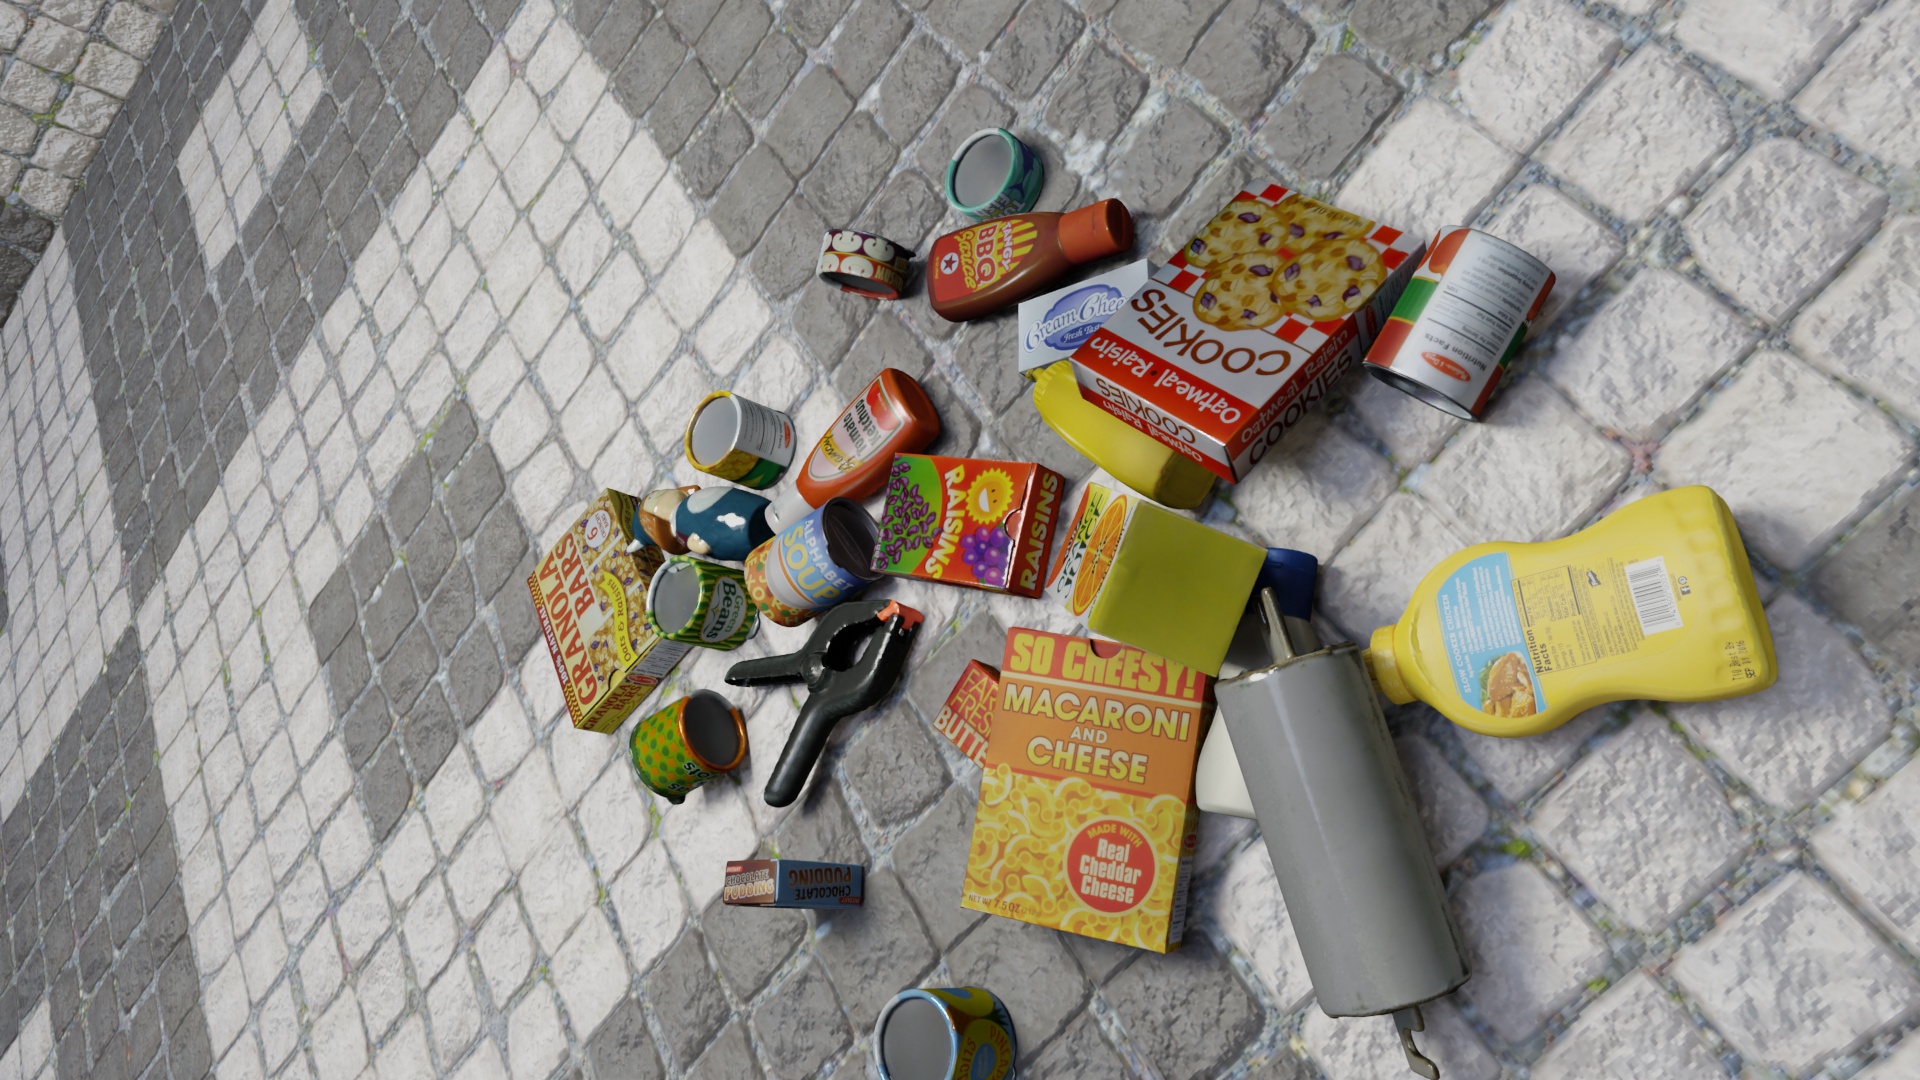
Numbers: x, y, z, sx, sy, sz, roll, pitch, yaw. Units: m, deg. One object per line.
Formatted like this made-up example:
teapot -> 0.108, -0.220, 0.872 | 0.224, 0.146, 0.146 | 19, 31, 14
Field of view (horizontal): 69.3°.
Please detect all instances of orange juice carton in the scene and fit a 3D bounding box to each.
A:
orange juice carton -> 0.100, 0.015, 0.781 | 0.193, 0.073, 0.071 | -129, 61, -83

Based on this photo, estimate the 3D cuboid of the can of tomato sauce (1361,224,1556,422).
can of tomato sauce -> 0.261, -0.114, 0.732 | 0.071, 0.071, 0.083 | 34, 99, 40

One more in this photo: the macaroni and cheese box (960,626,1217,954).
macaroni and cheese box -> 0.076, 0.140, 0.802 | 0.124, 0.040, 0.166 | 7, 81, 22

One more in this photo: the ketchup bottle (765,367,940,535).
ketchup bottle -> -0.082, -0.056, 1.011 | 0.148, 0.043, 0.065 | -42, 55, 23

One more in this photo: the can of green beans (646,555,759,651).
can of green beans -> -0.198, 0.048, 1.066 | 0.071, 0.058, 0.071 | -12, 70, 37

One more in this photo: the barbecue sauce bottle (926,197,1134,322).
barbecue sauce bottle -> 0.046, -0.195, 0.947 | 0.148, 0.043, 0.065 | -10, 70, 37

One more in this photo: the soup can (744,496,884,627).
soup can -> -0.104, 0.017, 0.989 | 0.083, 0.071, 0.071 | -31, 60, 30

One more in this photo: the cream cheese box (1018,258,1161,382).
cream cheese box -> 0.085, -0.143, 0.912 | 0.103, 0.024, 0.053 | -14, 67, 36

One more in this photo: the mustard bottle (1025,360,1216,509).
mustard bottle -> 0.089, -0.075, 0.862 | 0.161, 0.065, 0.048 | 41, 107, 41

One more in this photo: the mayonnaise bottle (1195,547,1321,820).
mayonnaise bottle -> 0.170, 0.079, 0.765 | 0.065, 0.041, 0.148 | 3, 78, 34

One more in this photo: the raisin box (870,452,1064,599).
raisin box -> 0.003, -0.012, 0.930 | 0.123, 0.040, 0.086 | 7, 81, 40

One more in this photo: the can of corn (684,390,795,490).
can of corn -> -0.174, -0.077, 1.083 | 0.071, 0.058, 0.071 | -13, 69, 36

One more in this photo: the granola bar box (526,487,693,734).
granola bar box -> -0.294, 0.057, 1.155 | 0.124, 0.039, 0.166 | -45, 53, 21

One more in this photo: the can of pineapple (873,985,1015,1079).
can of pineapple -> -0.009, 0.303, 0.833 | 0.071, 0.058, 0.071 | -13, 69, 36

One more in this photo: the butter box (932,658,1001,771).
butter box -> 0.031, 0.124, 0.876 | 0.104, 0.024, 0.053 | 38, 101, 40

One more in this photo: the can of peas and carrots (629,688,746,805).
can of peas and carrots -> -0.201, 0.153, 1.032 | 0.058, 0.071, 0.071 | -30, 60, 29

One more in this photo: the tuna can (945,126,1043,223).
tuna can -> 0.024, -0.256, 0.991 | 0.071, 0.033, 0.071 | -13, 69, 37

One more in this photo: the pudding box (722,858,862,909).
pudding box -> -0.110, 0.229, 0.922 | 0.049, 0.083, 0.030 | -12, 70, 37

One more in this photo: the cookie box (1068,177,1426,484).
cookie box -> 0.163, -0.123, 0.790 | 0.168, 0.040, 0.123 | -45, 49, -11

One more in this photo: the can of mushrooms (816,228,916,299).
can of mushrooms -> -0.070, -0.204, 1.032 | 0.071, 0.071, 0.033 | 9, 83, 41
